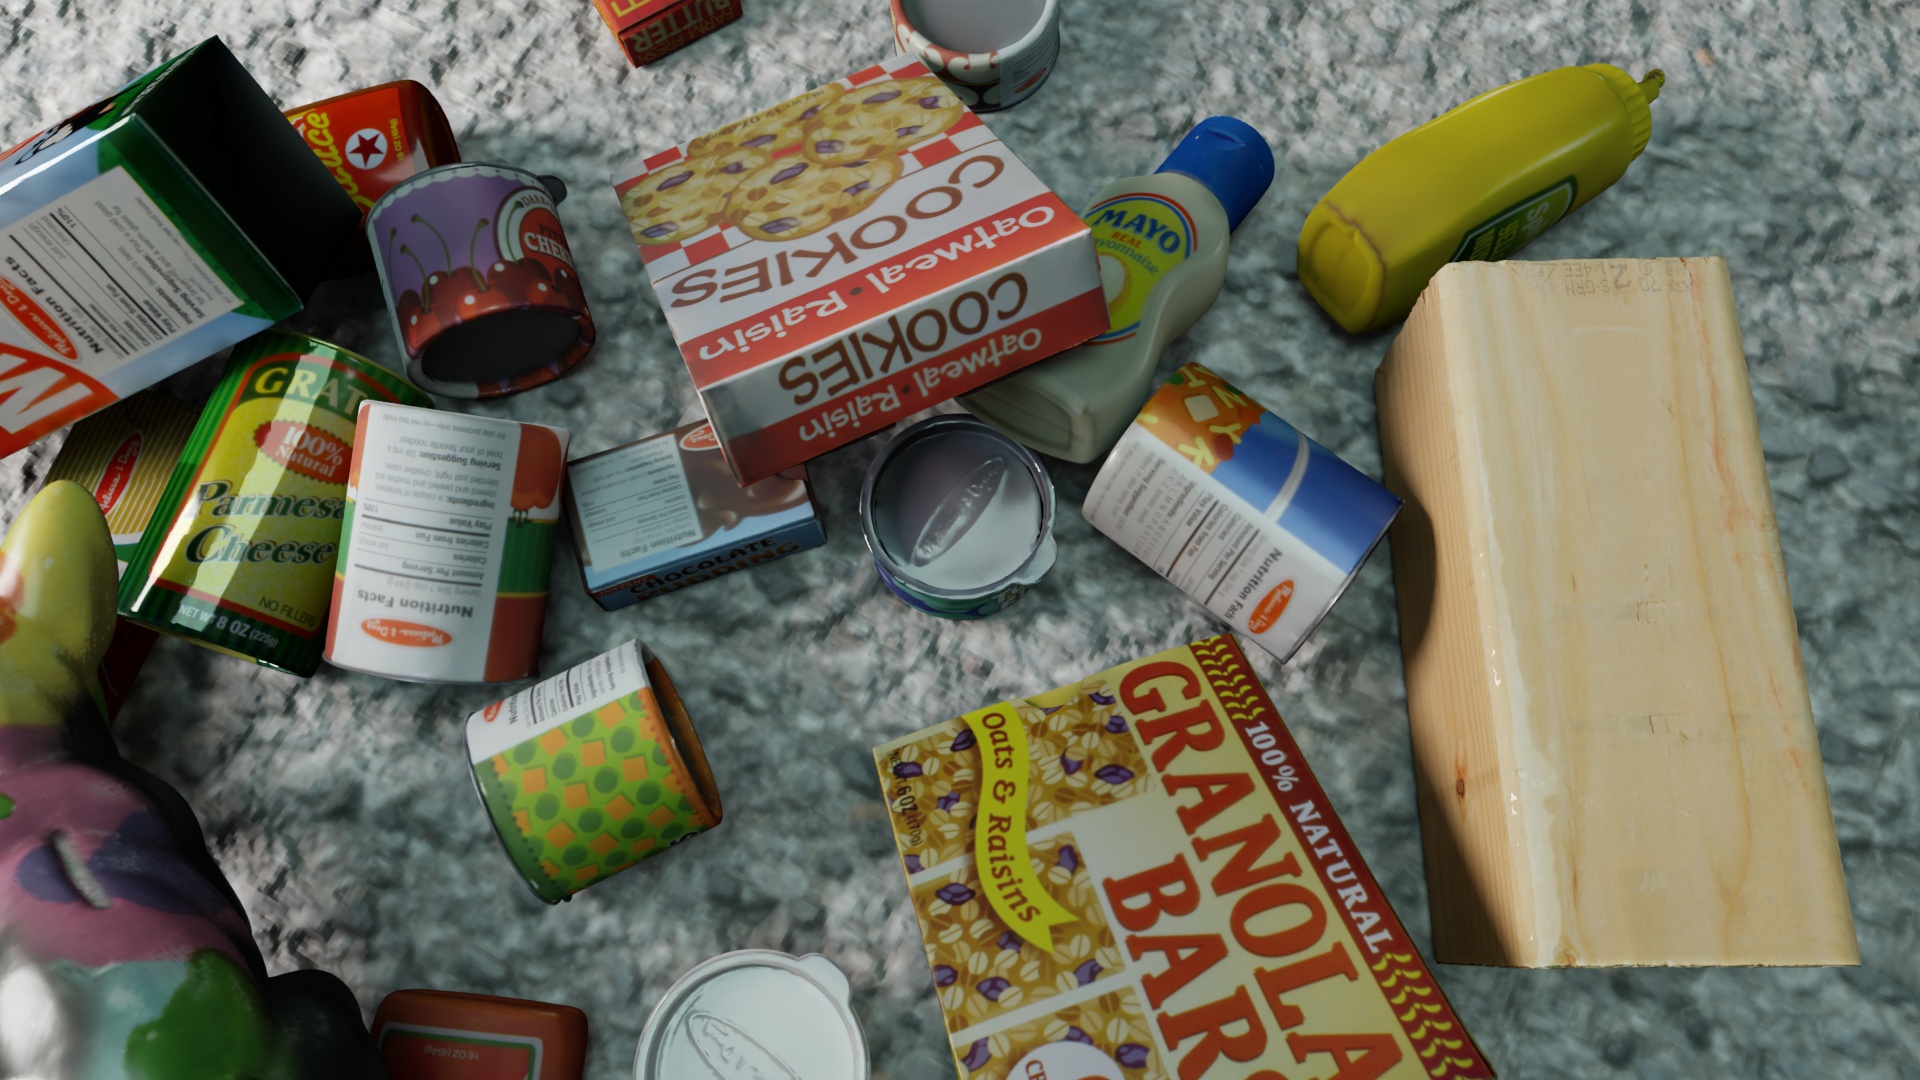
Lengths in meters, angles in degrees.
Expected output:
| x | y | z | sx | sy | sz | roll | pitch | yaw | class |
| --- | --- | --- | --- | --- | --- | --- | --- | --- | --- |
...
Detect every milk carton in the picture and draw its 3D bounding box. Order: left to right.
| x | y | z | sx | sy | sz | roll | pitch | yaw | class |
| --- | --- | --- | --- | --- | --- | --- | --- | --- | --- |
| -0.307 | -0.083 | 0.459 | 0.190 | 0.073 | 0.073 | -23 | 37 | 11 | milk carton |

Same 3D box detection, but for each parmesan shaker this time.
| x | y | z | sx | sy | sz | roll | pitch | yaw | class |
| --- | --- | --- | --- | --- | --- | --- | --- | --- | --- |
| -0.228 | -0.011 | 0.470 | 0.071 | 0.071 | 0.103 | 16 | 75 | 6 | parmesan shaker |

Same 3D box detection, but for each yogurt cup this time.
| x | y | z | sx | sy | sz | roll | pitch | yaw | class |
| --- | --- | --- | --- | --- | --- | --- | --- | --- | --- |
| -0.059 | 0.158 | 0.418 | 0.072 | 0.053 | 0.072 | 0 | 73 | 2 | yogurt cup |

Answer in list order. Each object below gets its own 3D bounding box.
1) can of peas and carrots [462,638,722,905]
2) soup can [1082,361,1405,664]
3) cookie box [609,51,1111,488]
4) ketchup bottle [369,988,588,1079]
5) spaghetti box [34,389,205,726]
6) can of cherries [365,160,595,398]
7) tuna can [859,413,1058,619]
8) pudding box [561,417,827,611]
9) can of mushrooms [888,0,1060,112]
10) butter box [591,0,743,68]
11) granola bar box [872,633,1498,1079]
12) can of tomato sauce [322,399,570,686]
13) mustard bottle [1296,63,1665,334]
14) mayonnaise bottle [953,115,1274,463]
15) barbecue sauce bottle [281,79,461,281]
| x | y | z | sx | sy | sz | roll | pitch | yaw | class |
| --- | --- | --- | --- | --- | --- | --- | --- | --- | --- |
| -0.114 | 0.074 | 0.441 | 0.059 | 0.070 | 0.071 | -25 | 74 | -6 | can of peas and carrots |
| 0.094 | -0.011 | 0.461 | 0.084 | 0.071 | 0.071 | 37 | 78 | 12 | soup can |
| -0.040 | -0.098 | 0.462 | 0.123 | 0.040 | 0.168 | -24 | 41 | -6 | cookie box |
| -0.154 | 0.212 | 0.409 | 0.065 | 0.043 | 0.149 | 6 | 74 | 3 | ketchup bottle |
| -0.320 | 0.065 | 0.466 | 0.050 | 0.028 | 0.251 | 17 | 74 | 6 | spaghetti box |
| -0.166 | -0.091 | 0.490 | 0.071 | 0.071 | 0.058 | -20 | 74 | -4 | can of cherries |
| 0.002 | -0.006 | 0.478 | 0.071 | 0.032 | 0.071 | 0 | 73 | 1 | tuna can |
| -0.093 | -0.012 | 0.484 | 0.084 | 0.030 | 0.050 | -18 | 72 | -4 | pudding box |
| 0.004 | -0.204 | 0.539 | 0.071 | 0.033 | 0.071 | 0 | 74 | 1 | can of mushrooms |
| -0.134 | -0.244 | 0.559 | 0.053 | 0.024 | 0.103 | -30 | 74 | -8 | butter box |
| 0.052 | 0.108 | 0.394 | 0.124 | 0.038 | 0.166 | -18 | 40 | -4 | granola bar box |
| -0.165 | 0.000 | 0.452 | 0.071 | 0.071 | 0.083 | 9 | 92 | 4 | can of tomato sauce |
| 0.197 | -0.133 | 0.497 | 0.160 | 0.065 | 0.049 | -31 | 71 | -12 | mustard bottle |
| 0.059 | -0.093 | 0.482 | 0.065 | 0.041 | 0.149 | 28 | 60 | 21 | mayonnaise bottle |
| -0.262 | -0.122 | 0.515 | 0.149 | 0.043 | 0.065 | -15 | 79 | -3 | barbecue sauce bottle |
